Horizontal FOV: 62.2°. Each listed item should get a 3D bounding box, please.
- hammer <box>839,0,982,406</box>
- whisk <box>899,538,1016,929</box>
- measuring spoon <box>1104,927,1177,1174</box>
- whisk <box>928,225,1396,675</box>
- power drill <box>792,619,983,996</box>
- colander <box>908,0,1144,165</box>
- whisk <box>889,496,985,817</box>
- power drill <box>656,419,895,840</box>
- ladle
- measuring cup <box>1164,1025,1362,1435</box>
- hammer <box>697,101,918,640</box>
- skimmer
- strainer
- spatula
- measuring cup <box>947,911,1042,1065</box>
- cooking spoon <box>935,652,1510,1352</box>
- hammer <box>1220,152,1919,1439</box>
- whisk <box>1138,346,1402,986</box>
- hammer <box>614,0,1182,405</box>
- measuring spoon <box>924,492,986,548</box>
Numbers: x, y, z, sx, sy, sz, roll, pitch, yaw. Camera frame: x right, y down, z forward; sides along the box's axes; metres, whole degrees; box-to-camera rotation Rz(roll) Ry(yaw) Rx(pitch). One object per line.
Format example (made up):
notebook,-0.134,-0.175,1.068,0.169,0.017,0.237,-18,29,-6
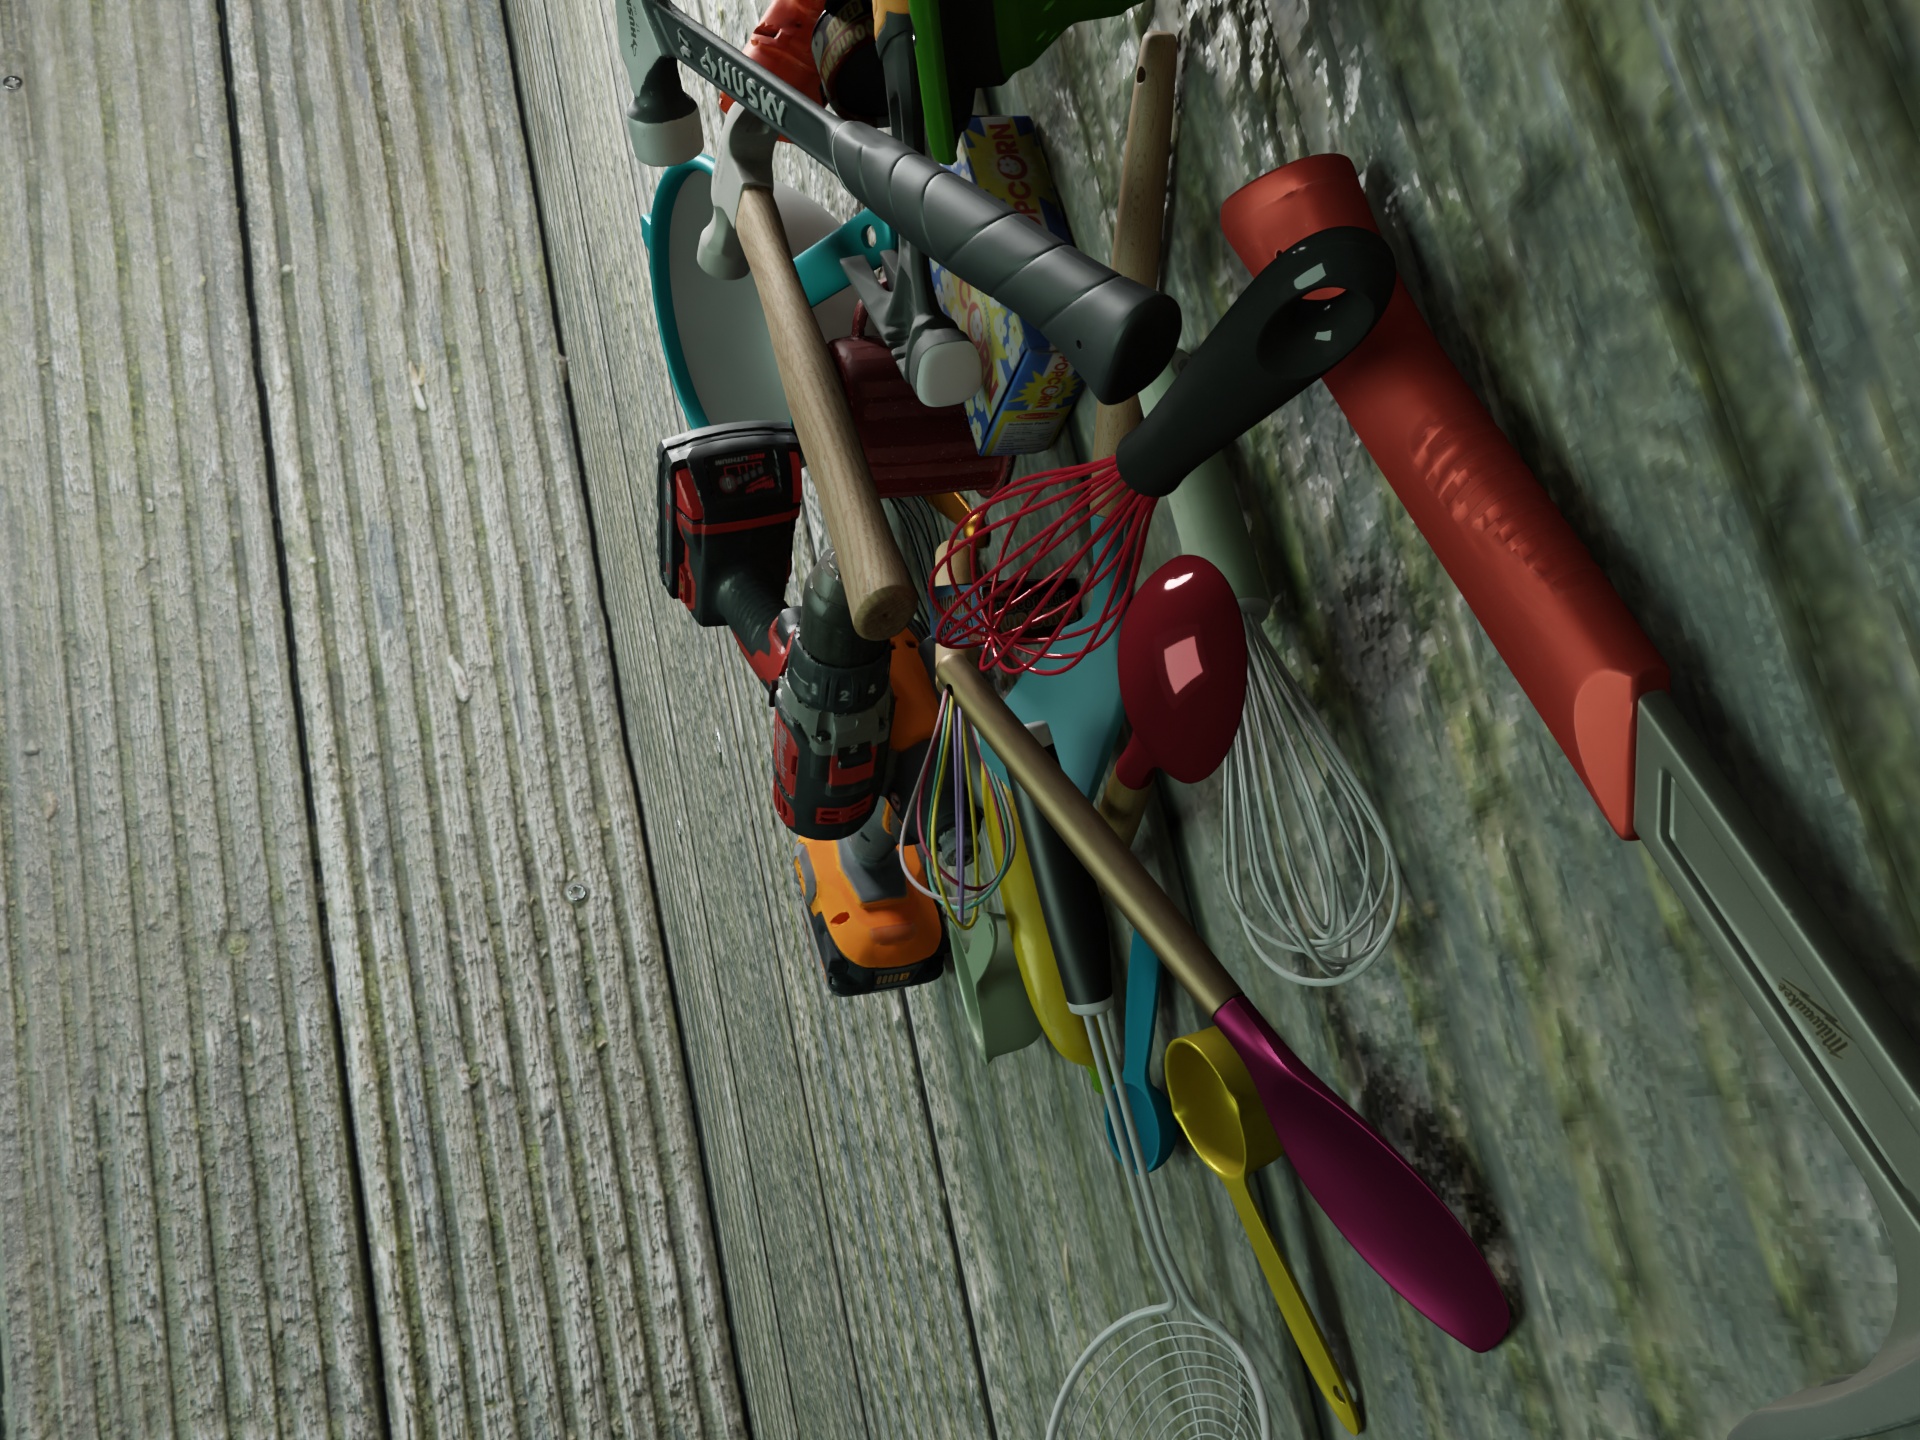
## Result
hammer,-0.025,-0.299,0.628,0.127,0.034,0.336,-116,18,-44
whisk,-0.002,-0.004,0.789,0.051,0.047,0.245,-40,36,36
measuring spoon,0.087,0.138,0.706,0.042,0.021,0.128,16,105,59
whisk,0.055,-0.076,0.521,0.296,0.073,0.073,139,121,-66
power drill,-0.039,0.071,0.963,0.226,0.084,0.164,106,150,-45
colander,0.042,-0.359,0.513,0.204,0.094,0.397,80,-168,-62
whisk,-0.014,-0.040,0.882,0.055,0.055,0.239,114,138,-60
power drill,-0.096,-0.070,0.863,0.187,0.080,0.227,101,148,-47
ladle,0.064,0.026,0.606,0.315,0.031,0.069,92,168,-70
measuring cup,0.124,0.190,0.604,0.156,0.029,0.062,66,160,10
hammer,-0.075,-0.177,0.764,0.130,0.031,0.332,113,146,-49
skimmer,0.049,0.185,0.657,0.127,0.090,0.363,-10,96,52
strainer,-0.082,-0.253,0.944,0.340,0.095,0.211,-2,106,61
spatula,0.054,-0.106,0.642,0.082,0.044,0.317,42,137,48
measuring cup,0.024,0.123,0.816,0.167,0.038,0.083,100,156,-66
cooking spoon,0.081,0.083,0.570,0.319,0.017,0.068,51,155,30
hammer,0.148,-0.015,0.400,0.149,0.036,0.359,104,152,-50
whisk,0.096,-0.028,0.546,0.059,0.057,0.247,-30,60,34
hammer,-0.049,-0.232,0.625,0.409,0.036,0.149,46,152,39
measuring spoon,-0.009,-0.120,0.887,0.117,0.011,0.021,-129,35,-59
